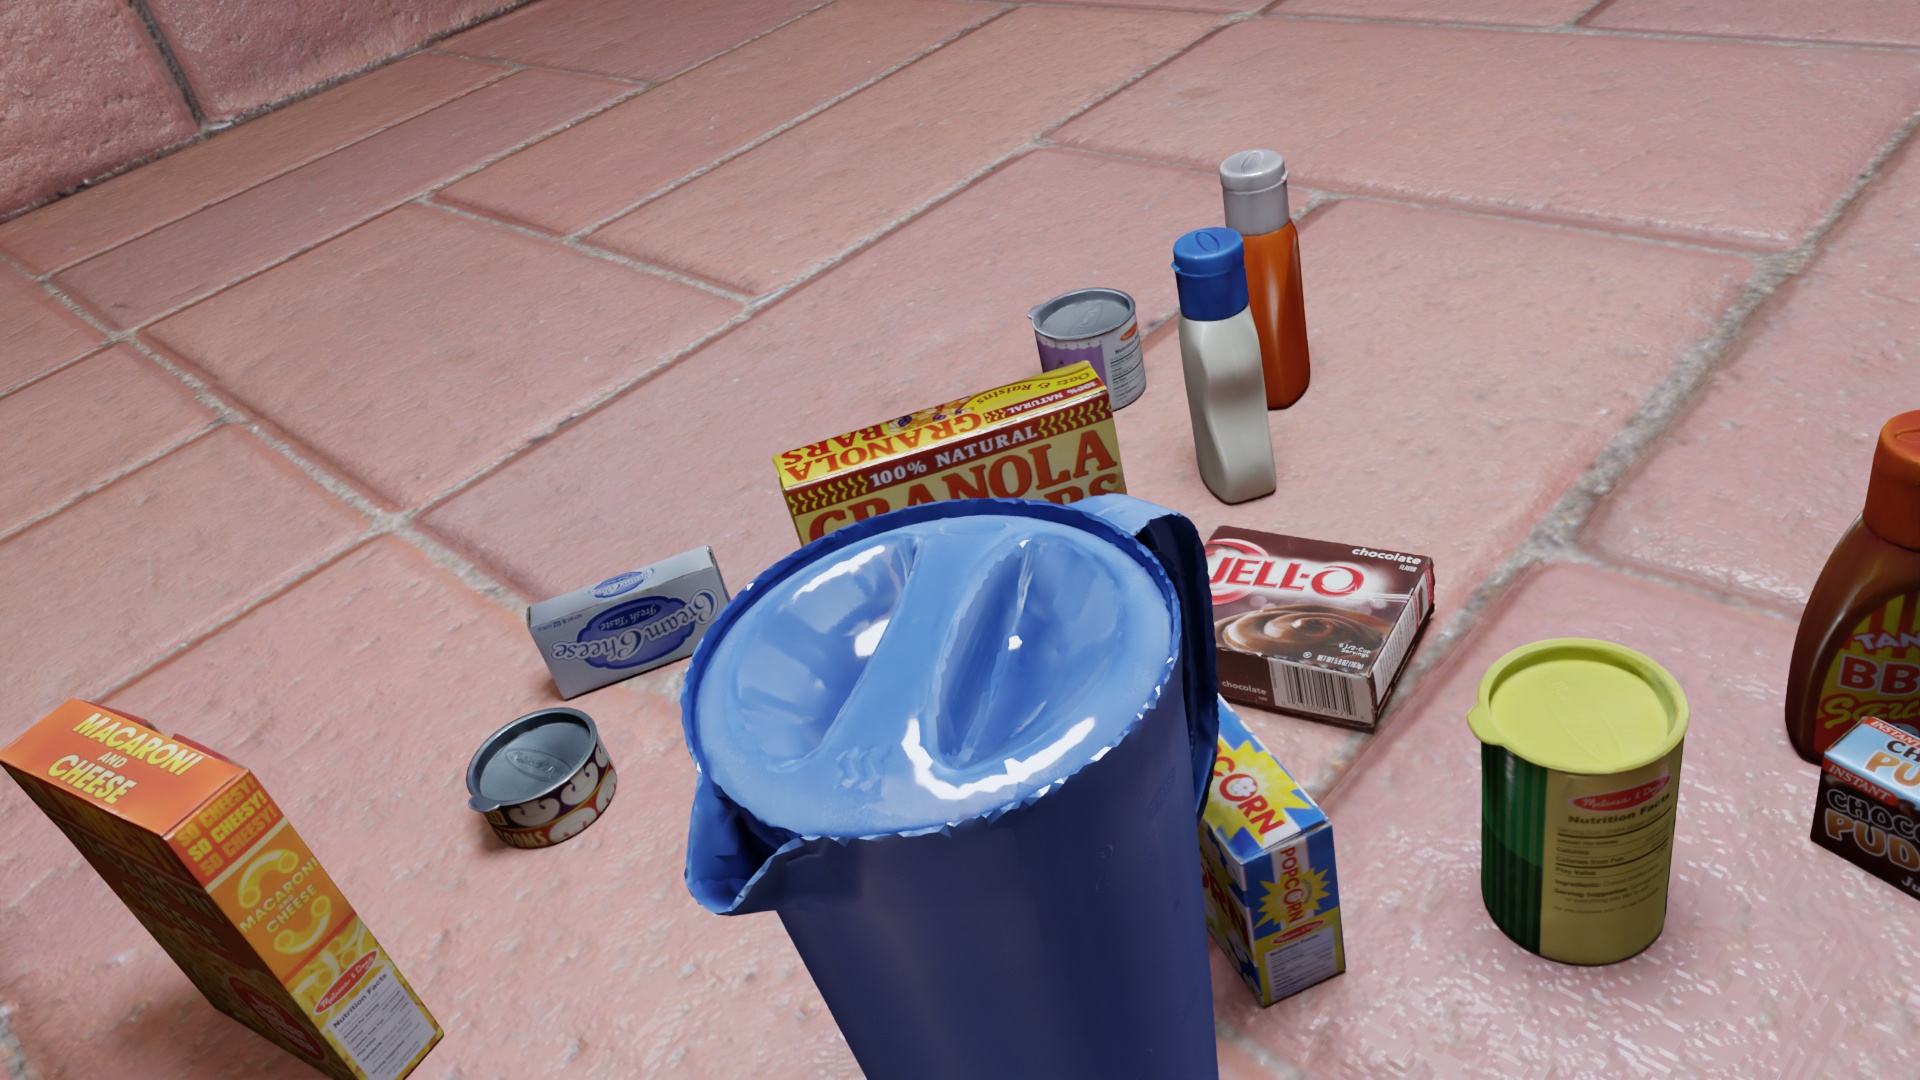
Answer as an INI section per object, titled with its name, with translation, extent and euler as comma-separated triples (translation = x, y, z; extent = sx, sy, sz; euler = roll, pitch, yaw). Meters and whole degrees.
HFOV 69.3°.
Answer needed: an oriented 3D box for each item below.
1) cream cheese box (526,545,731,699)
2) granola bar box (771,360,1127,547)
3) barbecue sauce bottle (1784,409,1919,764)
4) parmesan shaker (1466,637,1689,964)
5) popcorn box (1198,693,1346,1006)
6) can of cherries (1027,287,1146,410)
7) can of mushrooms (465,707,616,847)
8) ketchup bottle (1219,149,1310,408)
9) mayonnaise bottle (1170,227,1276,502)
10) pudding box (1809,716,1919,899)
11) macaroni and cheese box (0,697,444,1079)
[cream cheese box]
translation = -0.177, 0.045, 0.759
extent = 0.104, 0.053, 0.024
euler = -20, 35, -7
[granola bar box]
translation = 0.003, -0.009, 0.707
extent = 0.166, 0.123, 0.039
euler = -18, 35, -4
[barbecue sauce bottle]
translation = 0.352, 0.022, 0.518
extent = 0.065, 0.147, 0.044
euler = 0, 37, 20
[parmesan shaker]
translation = 0.220, 0.096, 0.503
extent = 0.071, 0.102, 0.072
euler = -10, 35, 7
[popcorn box]
translation = 0.099, 0.106, 0.548
extent = 0.038, 0.084, 0.127
euler = -22, 36, -10
[can of cherries]
translation = 0.081, -0.122, 0.892
extent = 0.071, 0.058, 0.072
euler = -10, 35, 7
[can of mushrooms]
translation = -0.208, 0.118, 0.686
extent = 0.071, 0.033, 0.071
euler = -10, 35, 7
[ketchup bottle]
translation = 0.180, -0.155, 0.825
extent = 0.043, 0.148, 0.065
euler = 3, 39, 24
[mayonnaise bottle]
translation = 0.143, -0.096, 0.756
extent = 0.041, 0.147, 0.065
euler = -15, 35, 0
[pudding box]
translation = 0.351, 0.104, 0.490
extent = 0.030, 0.049, 0.084
euler = -30, 38, -20
[macaroni and cheese box]
translation = -0.297, 0.146, 0.565
extent = 0.124, 0.165, 0.040
euler = 10, 42, 31
